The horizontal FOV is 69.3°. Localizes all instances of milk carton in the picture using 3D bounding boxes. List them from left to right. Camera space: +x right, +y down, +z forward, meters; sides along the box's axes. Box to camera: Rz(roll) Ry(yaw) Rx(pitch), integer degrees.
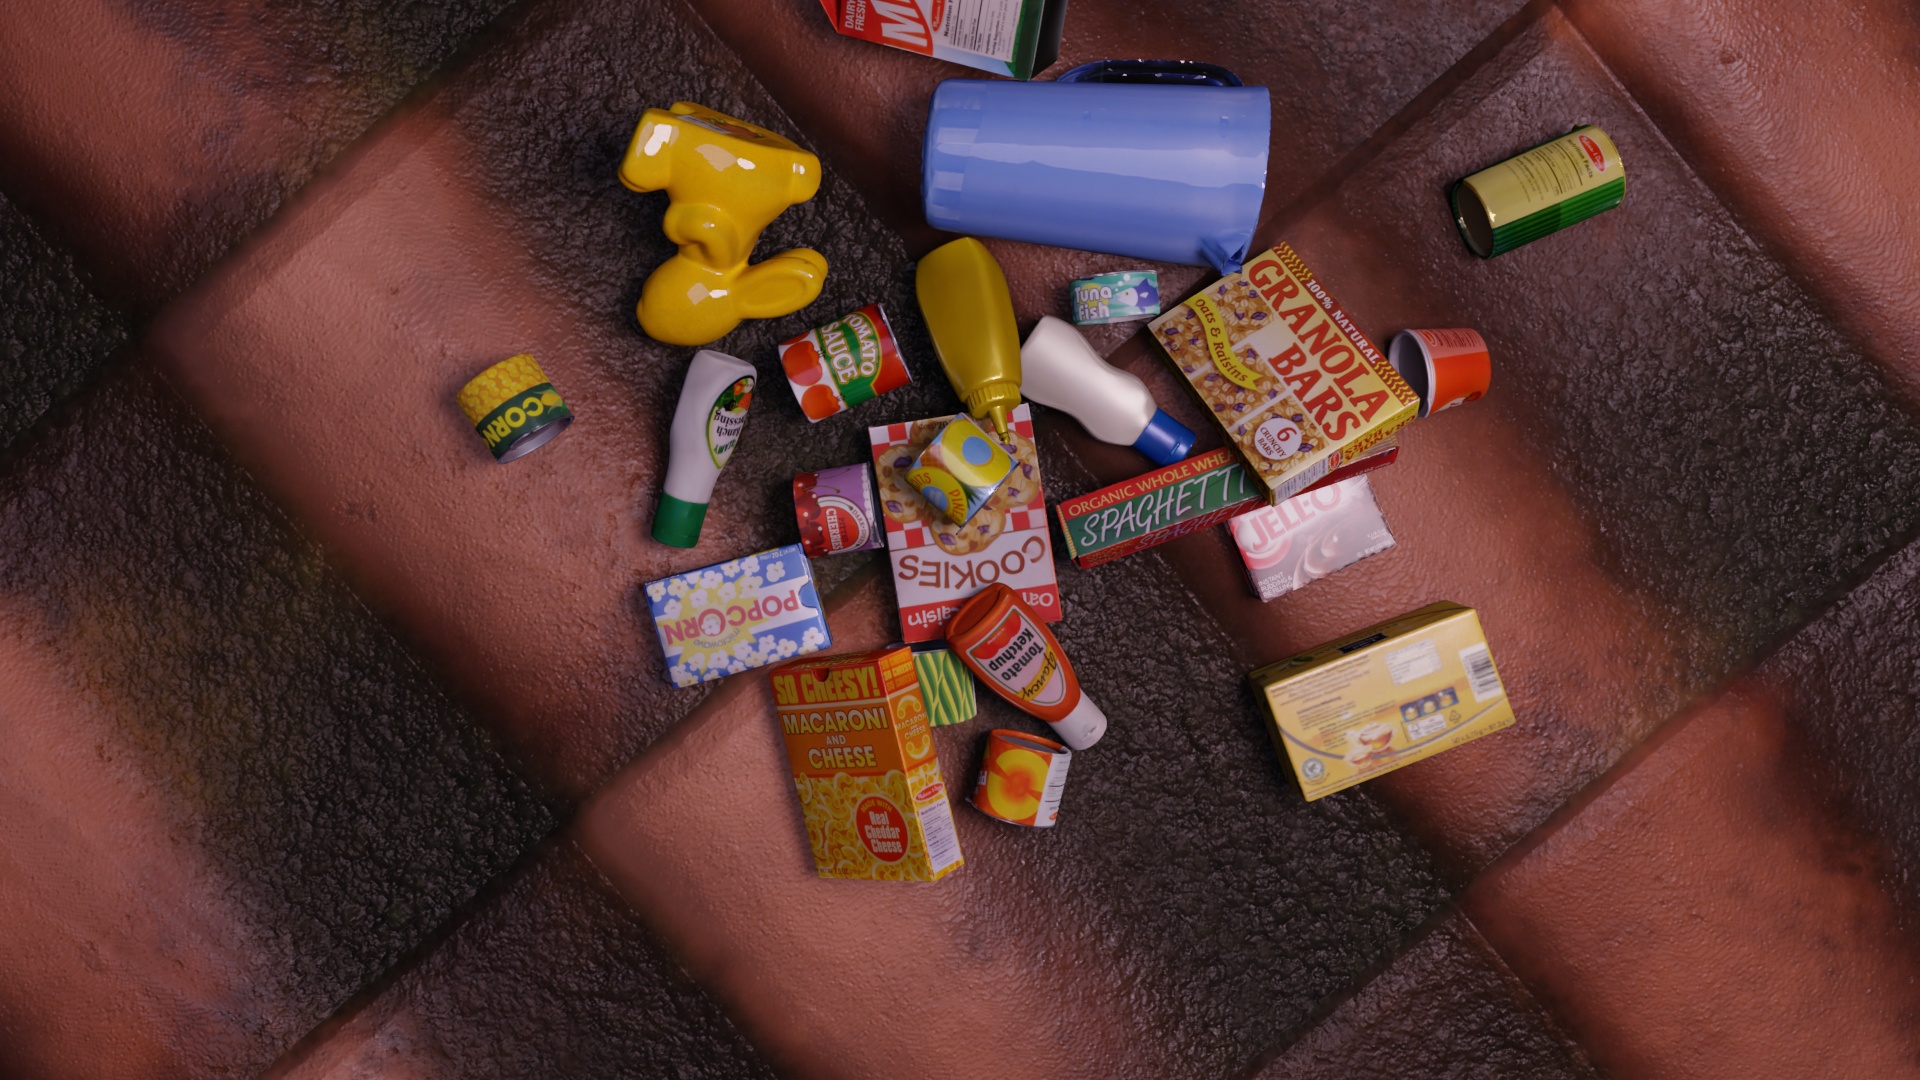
[{"bbox_3d":[-0.023,-0.396,1.000,0.191,0.073,0.073,18,124,11],"label":"milk carton"}]

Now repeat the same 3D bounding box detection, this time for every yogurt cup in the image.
[{"bbox_3d":[0.360,-0.129,1.043,0.054,0.072,0.072,-10,94,-7],"label":"yogurt cup"}]

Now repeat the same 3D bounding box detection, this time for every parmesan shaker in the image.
[{"bbox_3d":[0.427,-0.261,1.035,0.103,0.071,0.071,-22,93,2],"label":"parmesan shaker"}]

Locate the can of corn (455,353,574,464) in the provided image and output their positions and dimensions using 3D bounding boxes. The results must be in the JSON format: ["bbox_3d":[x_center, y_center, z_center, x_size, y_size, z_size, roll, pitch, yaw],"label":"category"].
[{"bbox_3d":[-0.335,-0.099,1.041,0.071,0.071,0.058,-34,92,2],"label":"can of corn"}]

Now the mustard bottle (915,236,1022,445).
[{"bbox_3d":[0.013,-0.142,1.027,0.065,0.049,0.160,-21,74,25],"label":"mustard bottle"}]

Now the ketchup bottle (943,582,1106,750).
[{"bbox_3d":[0.054,0.100,1.041,0.065,0.043,0.148,-44,118,-2],"label":"ketchup bottle"}]

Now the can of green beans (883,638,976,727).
[{"bbox_3d":[-0.023,0.107,1.055,0.071,0.071,0.057,-5,94,0],"label":"can of green beans"}]

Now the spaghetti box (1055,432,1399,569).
[{"bbox_3d":[0.195,-0.043,1.032,0.250,0.028,0.050,-19,64,5],"label":"spaghetti box"}]

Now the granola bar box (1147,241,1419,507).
[{"bbox_3d":[0.234,-0.123,1.018,0.124,0.039,0.166,-32,64,1],"label":"granola bar box"}]

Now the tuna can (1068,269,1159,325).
[{"bbox_3d":[0.114,-0.181,1.036,0.071,0.071,0.033,-6,94,1],"label":"tuna can"}]

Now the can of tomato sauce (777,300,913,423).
[{"bbox_3d":[-0.087,-0.134,1.039,0.083,0.071,0.071,-23,93,2],"label":"can of tomato sauce"}]

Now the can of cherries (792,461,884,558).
[{"bbox_3d":[-0.091,-0.022,1.045,0.058,0.071,0.071,-9,94,1],"label":"can of cherries"}]

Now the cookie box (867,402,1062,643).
[{"bbox_3d":[0.004,-0.013,1.061,0.123,0.040,0.167,-9,93,0],"label":"cookie box"}]

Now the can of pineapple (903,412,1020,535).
[{"bbox_3d":[0.000,-0.049,1.005,0.058,0.071,0.071,41,93,0],"label":"can of pineapple"}]

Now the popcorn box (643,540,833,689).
[{"bbox_3d":[-0.169,0.056,1.066,0.127,0.038,0.085,-15,92,1],"label":"popcorn box"}]

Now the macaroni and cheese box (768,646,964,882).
[{"bbox_3d":[-0.073,0.168,1.038,0.123,0.040,0.166,-11,94,41],"label":"macaroni and cheese box"}]

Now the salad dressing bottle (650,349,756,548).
[{"bbox_3d":[-0.197,-0.068,1.050,0.044,0.064,0.147,23,102,17],"label":"salad dressing bottle"}]

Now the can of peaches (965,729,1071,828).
[{"bbox_3d":[0.045,0.180,1.060,0.071,0.071,0.058,14,94,-1],"label":"can of peaches"}]

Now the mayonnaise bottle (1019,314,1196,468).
[{"bbox_3d":[0.109,-0.107,1.056,0.148,0.041,0.064,34,100,-3],"label":"mayonnaise bottle"}]
